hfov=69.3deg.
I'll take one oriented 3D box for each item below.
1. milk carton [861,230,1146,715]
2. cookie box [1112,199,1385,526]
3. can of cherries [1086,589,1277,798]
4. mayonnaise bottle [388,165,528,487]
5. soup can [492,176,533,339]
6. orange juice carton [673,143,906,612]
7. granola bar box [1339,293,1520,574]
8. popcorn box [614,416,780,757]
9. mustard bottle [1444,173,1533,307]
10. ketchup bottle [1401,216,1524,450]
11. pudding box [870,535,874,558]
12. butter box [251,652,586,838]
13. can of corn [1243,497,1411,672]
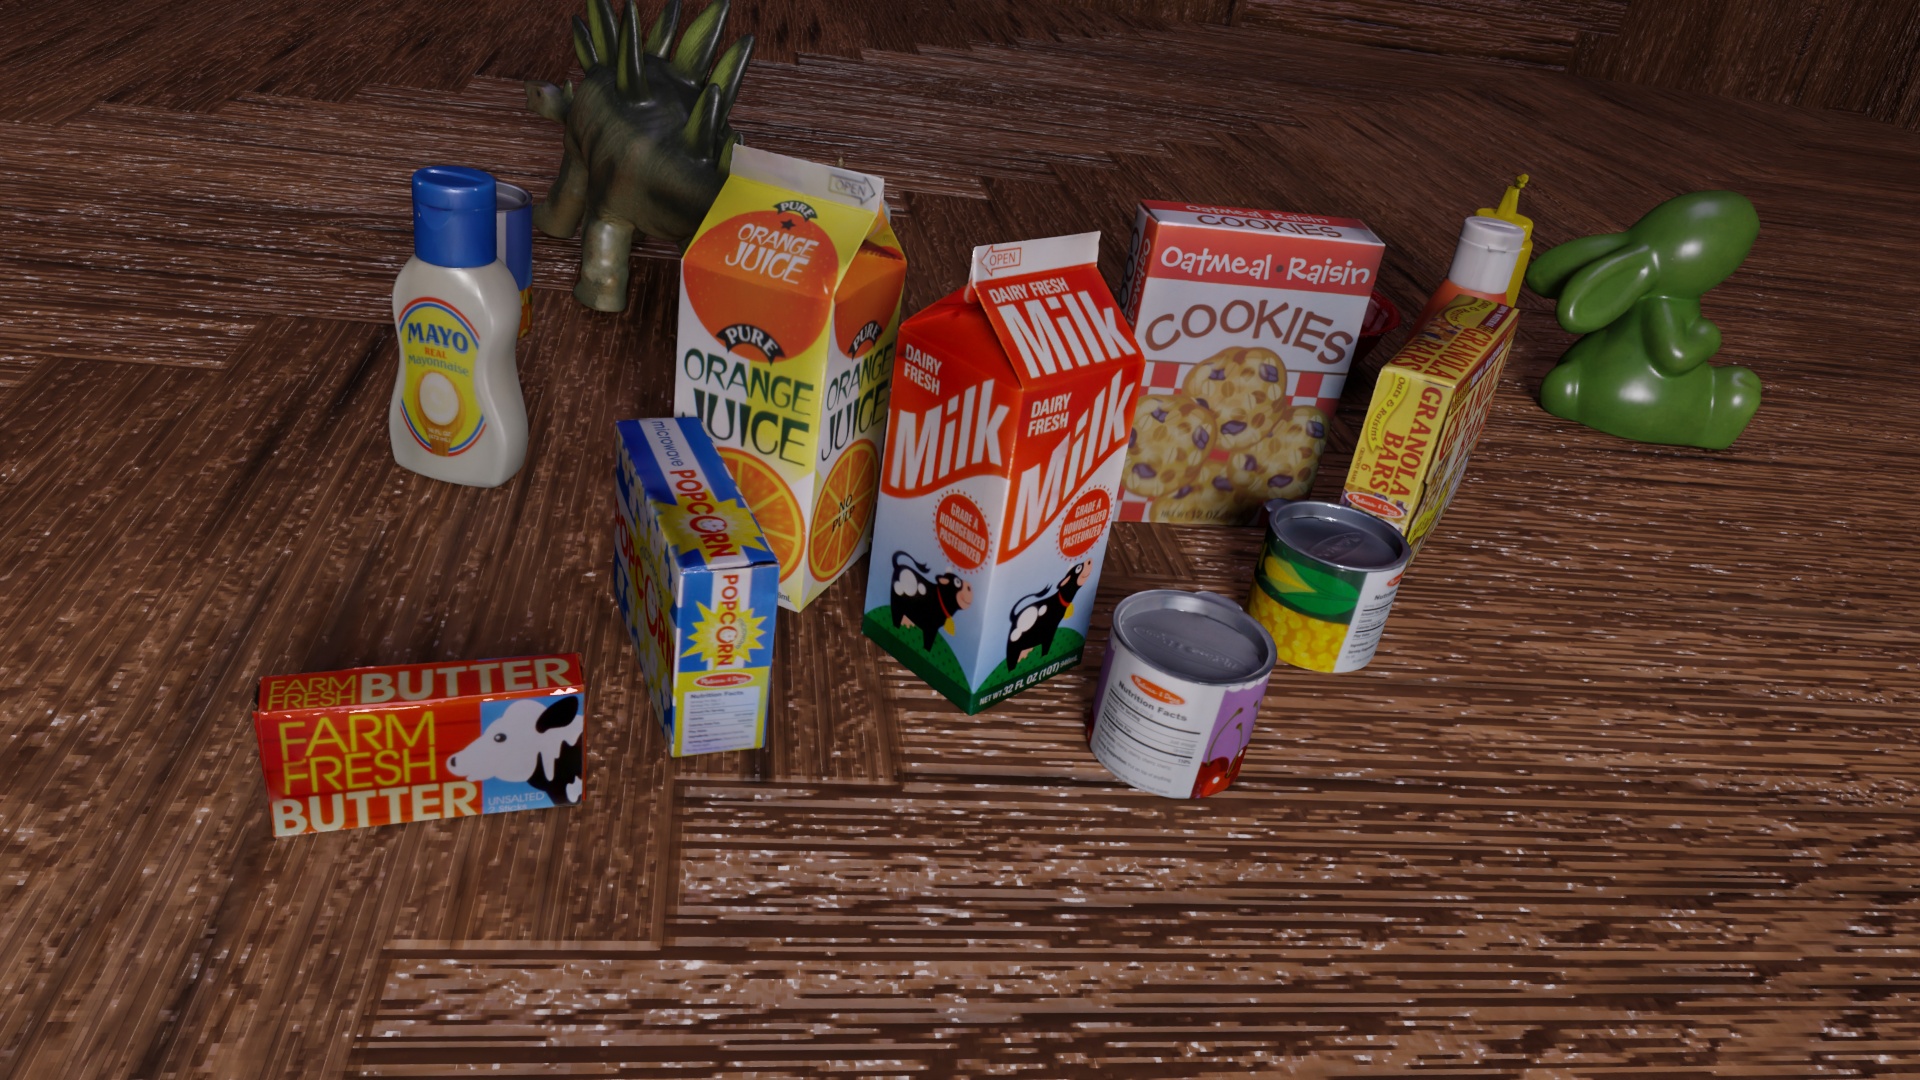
[{"bbox_3d":[0.017,-0.032,0.571,0.072,0.189,0.073,-18,39,-41],"label":"milk carton"},{"bbox_3d":[0.139,-0.090,0.735,0.123,0.166,0.040,2,29,-13],"label":"cookie box"},{"bbox_3d":[0.090,0.061,0.562,0.071,0.058,0.072,7,29,-4],"label":"can of cherries"},{"bbox_3d":[-0.239,-0.100,0.659,0.065,0.147,0.041,13,29,7],"label":"mayonnaise bottle"},{"bbox_3d":[-0.290,-0.169,0.834,0.071,0.083,0.072,7,29,-4],"label":"soup can"},{"bbox_3d":[-0.077,-0.073,0.613,0.072,0.191,0.073,19,30,16],"label":"orange juice carton"},{"bbox_3d":[0.249,-0.053,0.748,0.039,0.123,0.166,23,31,23],"label":"granola bar box"},{"bbox_3d":[-0.110,0.014,0.557,0.038,0.084,0.127,-4,32,-24],"label":"popcorn box"},{"bbox_3d":[0.365,-0.179,0.971,0.049,0.159,0.065,24,31,24],"label":"mustard bottle"},{"bbox_3d":[0.312,-0.126,0.872,0.065,0.148,0.044,10,28,1],"label":"ketchup bottle"},{"bbox_3d":[0.002,-0.008,0.669,0.084,0.049,0.030,-4,31,-24],"label":"pudding box"},{"bbox_3d":[-0.180,0.069,0.472,0.104,0.052,0.024,-3,31,-21],"label":"butter box"},{"bbox_3d":[0.170,0.020,0.659,0.071,0.058,0.071,7,29,-4],"label":"can of corn"}]
